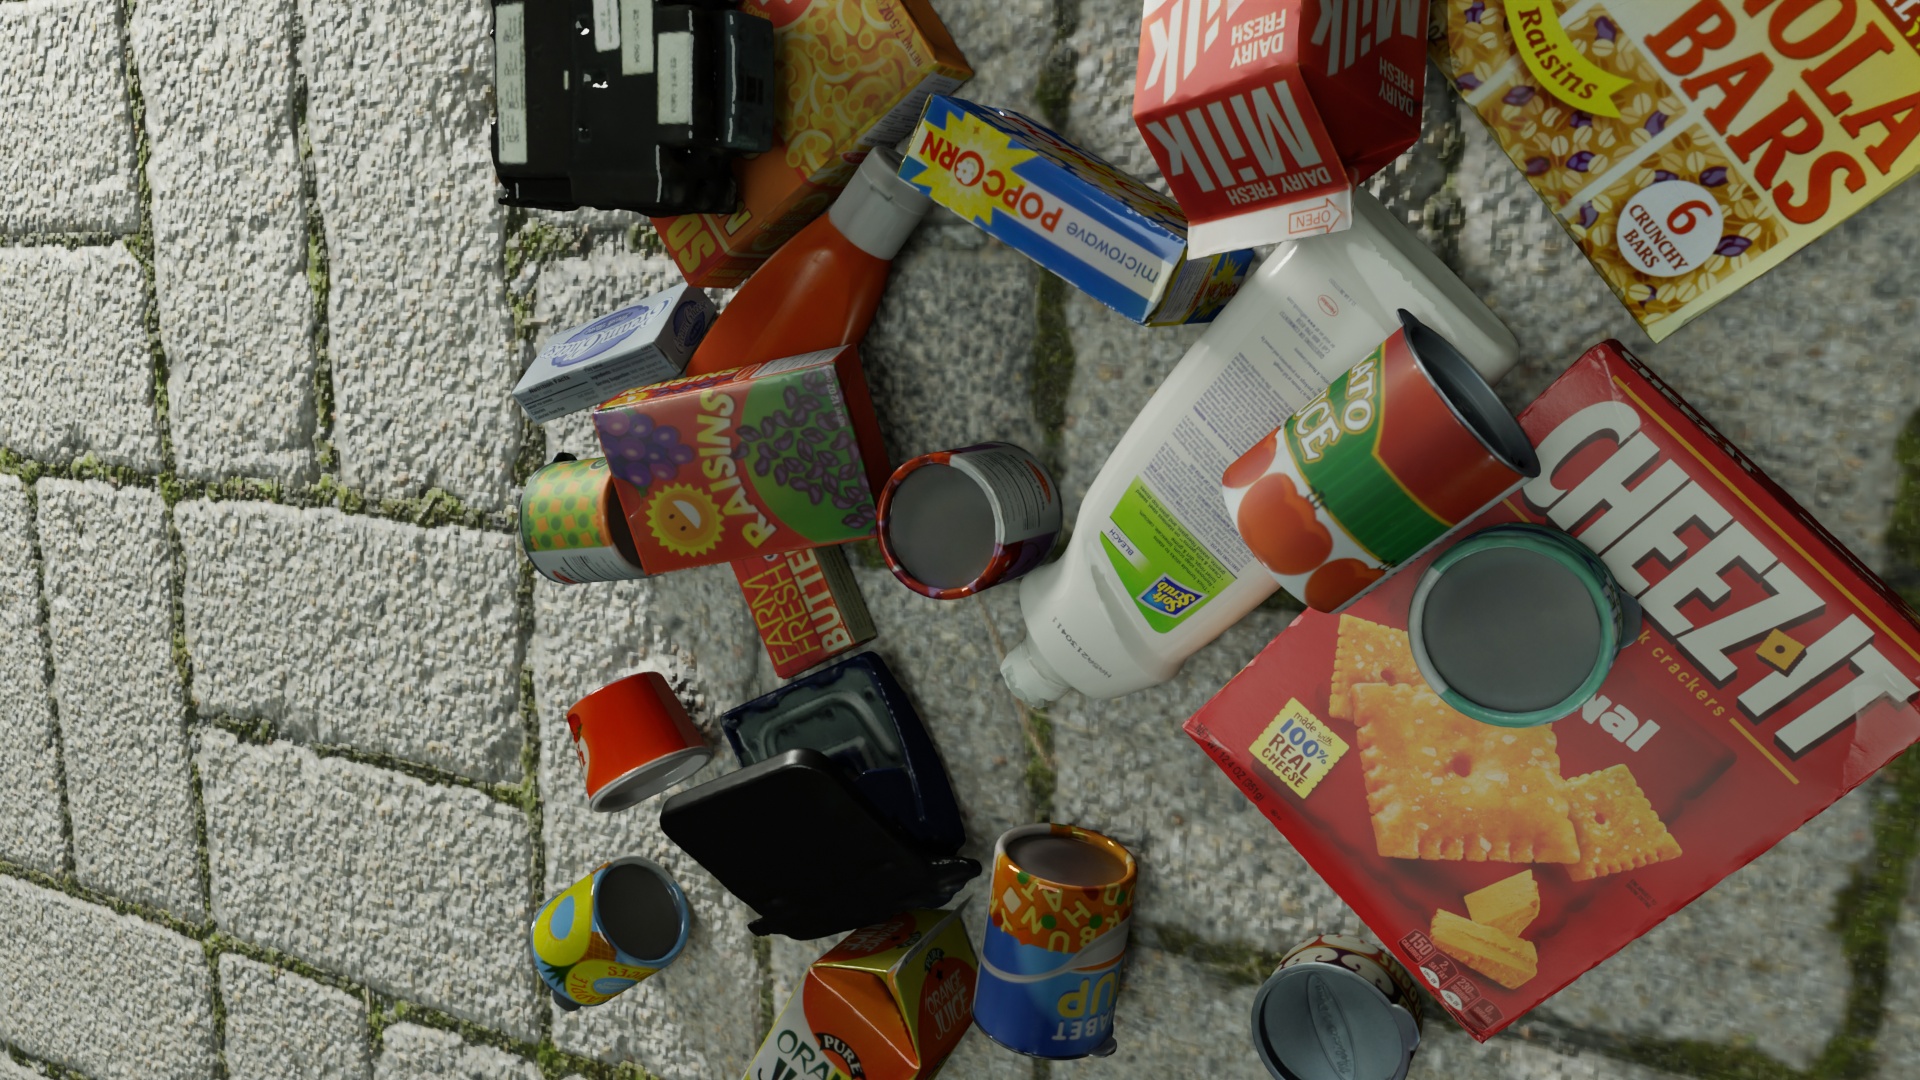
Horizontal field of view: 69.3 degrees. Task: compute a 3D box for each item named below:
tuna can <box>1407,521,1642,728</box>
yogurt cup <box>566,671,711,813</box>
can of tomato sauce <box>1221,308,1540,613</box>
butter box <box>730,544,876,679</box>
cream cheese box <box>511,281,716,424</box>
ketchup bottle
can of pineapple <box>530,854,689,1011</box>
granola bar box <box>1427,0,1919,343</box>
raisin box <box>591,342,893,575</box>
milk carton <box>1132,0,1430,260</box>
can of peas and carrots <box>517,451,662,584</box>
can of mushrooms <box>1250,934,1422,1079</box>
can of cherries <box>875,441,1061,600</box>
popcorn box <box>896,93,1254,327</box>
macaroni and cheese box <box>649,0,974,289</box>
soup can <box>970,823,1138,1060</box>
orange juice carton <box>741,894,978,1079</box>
[{"bbox_3d":[0.188,0.028,0.465,0.071,0.033,0.071,4,98,28],"label":"tuna can"},{"bbox_3d":[-0.174,0.106,0.741,0.072,0.072,0.054,-36,73,28],"label":"yogurt cup"},{"bbox_3d":[0.140,-0.025,0.475,0.082,0.071,0.071,-42,78,30],"label":"can of tomato sauce"},{"bbox_3d":[-0.086,0.013,0.699,0.053,0.024,0.103,-25,86,29],"label":"butter box"},{"bbox_3d":[-0.178,-0.096,0.713,0.103,0.054,0.024,-14,130,29],"label":"cream cheese box"},{"bbox_3d":[-0.067,-0.116,0.655,0.065,0.044,0.148,41,115,1],"label":"ketchup bottle"},{"bbox_3d":[-0.192,0.216,0.765,0.057,0.071,0.071,-36,81,28],"label":"can of pineapple"},{"bbox_3d":[0.245,-0.171,0.479,0.123,0.039,0.165,-39,79,29],"label":"granola bar box"},{"bbox_3d":[-0.099,-0.036,0.648,0.123,0.040,0.085,-9,111,16],"label":"raisin box"},{"bbox_3d":[0.115,-0.194,0.486,0.072,0.073,0.190,-1,79,50],"label":"milk carton"},{"bbox_3d":[-0.185,-0.014,0.725,0.058,0.071,0.071,-4,96,28],"label":"can of peas and carrots"},{"bbox_3d":[0.163,0.204,0.590,0.071,0.033,0.071,5,100,28],"label":"can of mushrooms"},{"bbox_3d":[0.002,-0.008,0.627,0.071,0.058,0.071,5,101,27],"label":"can of cherries"},{"bbox_3d":[0.049,-0.133,0.566,0.127,0.085,0.038,35,115,19],"label":"popcorn box"},{"bbox_3d":[-0.092,-0.216,0.655,0.166,0.040,0.124,-35,81,28],"label":"macaroni and cheese box"},{"bbox_3d":[0.045,0.181,0.631,0.071,0.071,0.083,14,105,26],"label":"soup can"},{"bbox_3d":[-0.052,0.257,0.694,0.073,0.072,0.192,37,114,18],"label":"orange juice carton"}]
